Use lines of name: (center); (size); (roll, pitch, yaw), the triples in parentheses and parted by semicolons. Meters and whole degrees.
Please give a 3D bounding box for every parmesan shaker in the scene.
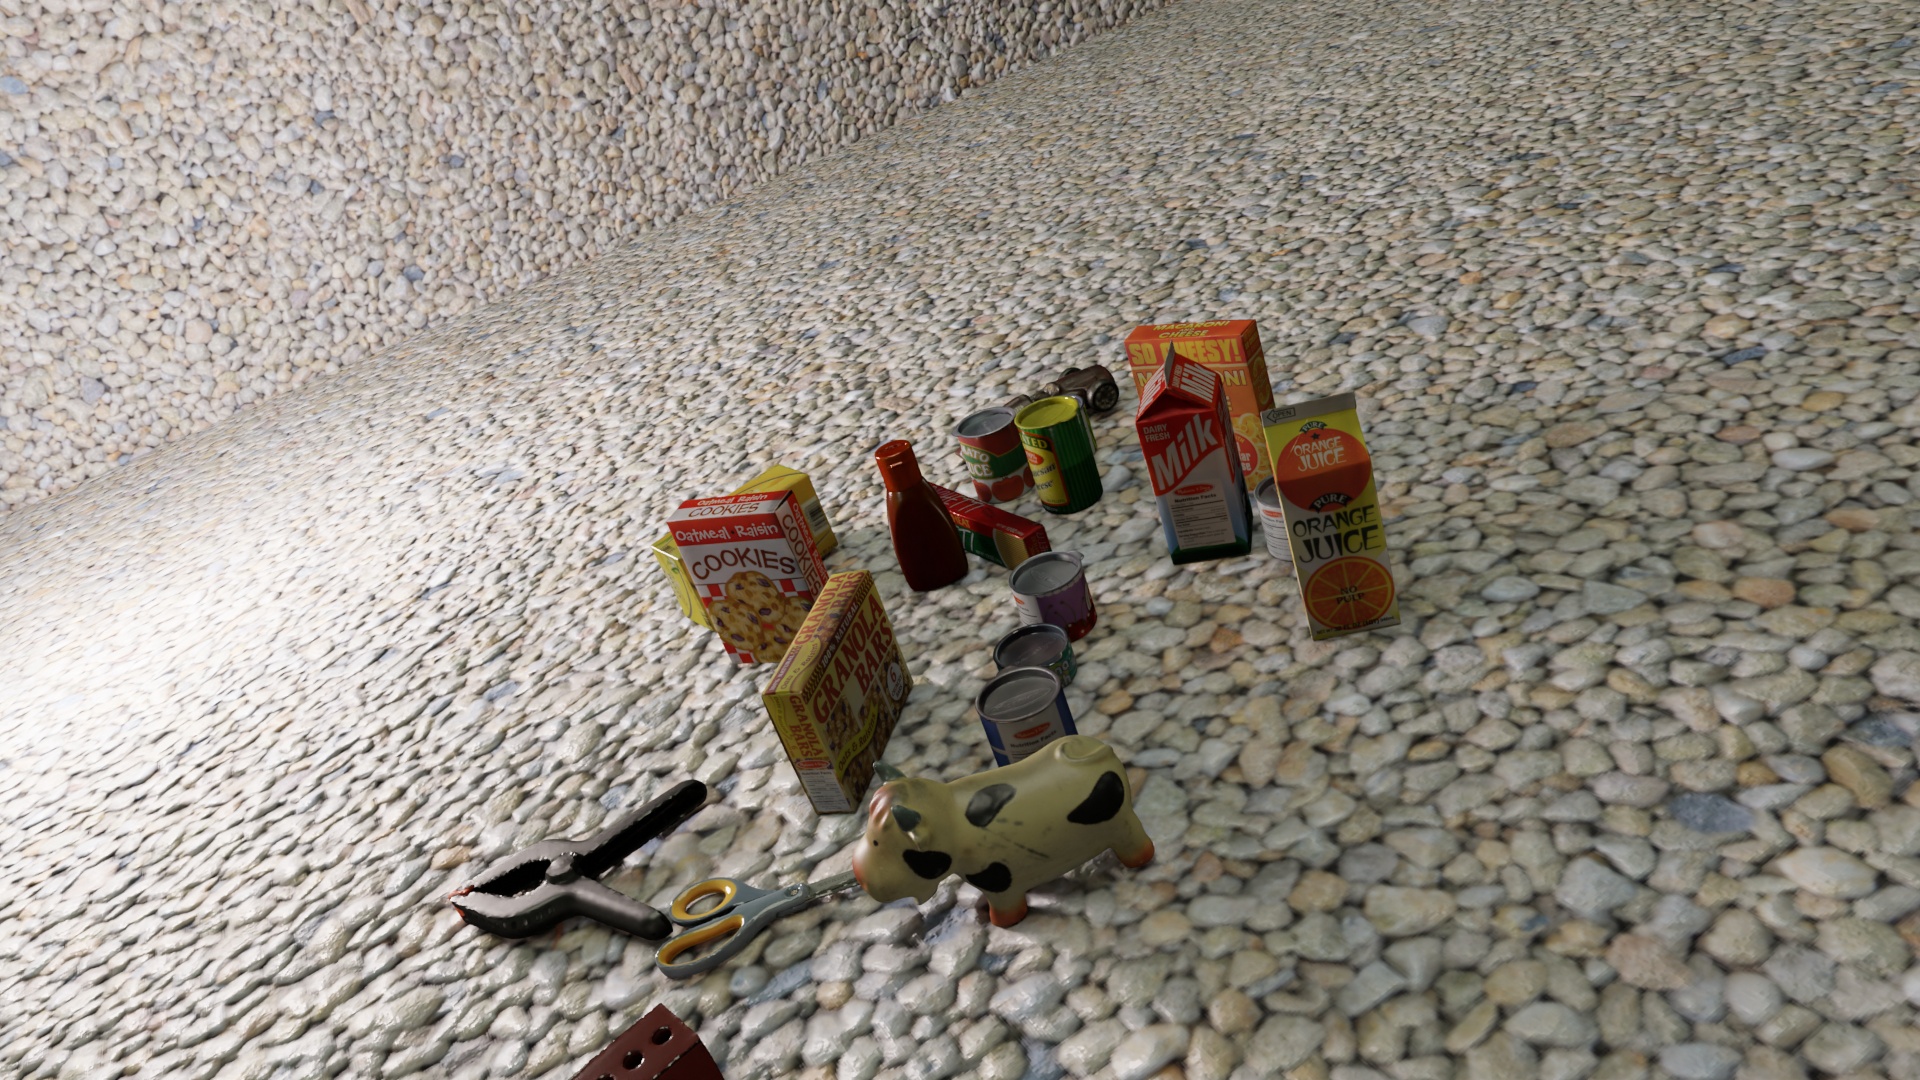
parmesan shaker: (0.102, -0.085, 1.402); (0.071, 0.102, 0.071); (-15, 28, 8)

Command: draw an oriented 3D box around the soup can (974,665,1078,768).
soup can: (0.054, 0.145, 1.039); (0.071, 0.083, 0.072); (-15, 28, 8)

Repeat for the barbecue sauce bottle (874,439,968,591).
barbecue sauce bottle: (-0.042, -0.025, 1.336); (0.065, 0.148, 0.044); (-19, 27, 2)

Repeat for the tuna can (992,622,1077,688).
tuna can: (0.064, 0.102, 1.165); (0.071, 0.032, 0.071); (-15, 28, 8)

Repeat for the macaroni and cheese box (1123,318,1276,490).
macaroni and cheese box: (0.236, -0.128, 1.327); (0.123, 0.165, 0.040); (2, 34, 36)

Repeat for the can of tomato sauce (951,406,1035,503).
can of tomato sauce: (0.036, -0.090, 1.474); (0.071, 0.082, 0.071); (-15, 28, 8)

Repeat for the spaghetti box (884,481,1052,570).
spaghetti box: (0.005, -0.018, 1.399); (0.029, 0.050, 0.250); (-33, 30, -24)

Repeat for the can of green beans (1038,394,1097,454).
can of green beans: (0.110, -0.117, 1.505); (0.071, 0.057, 0.071); (-15, 28, 8)

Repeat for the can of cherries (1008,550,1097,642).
can of cherries: (0.084, 0.050, 1.218); (0.071, 0.058, 0.072); (-15, 28, 8)

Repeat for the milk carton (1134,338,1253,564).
milk carton: (0.205, -0.080, 1.235); (0.073, 0.189, 0.073); (-9, 29, 19)

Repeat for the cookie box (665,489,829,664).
cookie box: (-0.186, 0.036, 1.297); (0.123, 0.166, 0.040); (-5, 31, 26)

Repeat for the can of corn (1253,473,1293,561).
can of corn: (0.298, -0.024, 1.218); (0.071, 0.058, 0.071); (-15, 28, 8)

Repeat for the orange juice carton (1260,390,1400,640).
orange juice carton: (0.287, -0.025, 1.081); (0.072, 0.192, 0.073); (-13, 28, 12)

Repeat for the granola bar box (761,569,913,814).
granola bar box: (-0.097, 0.121, 1.133); (0.039, 0.123, 0.166); (-8, 30, 22)
